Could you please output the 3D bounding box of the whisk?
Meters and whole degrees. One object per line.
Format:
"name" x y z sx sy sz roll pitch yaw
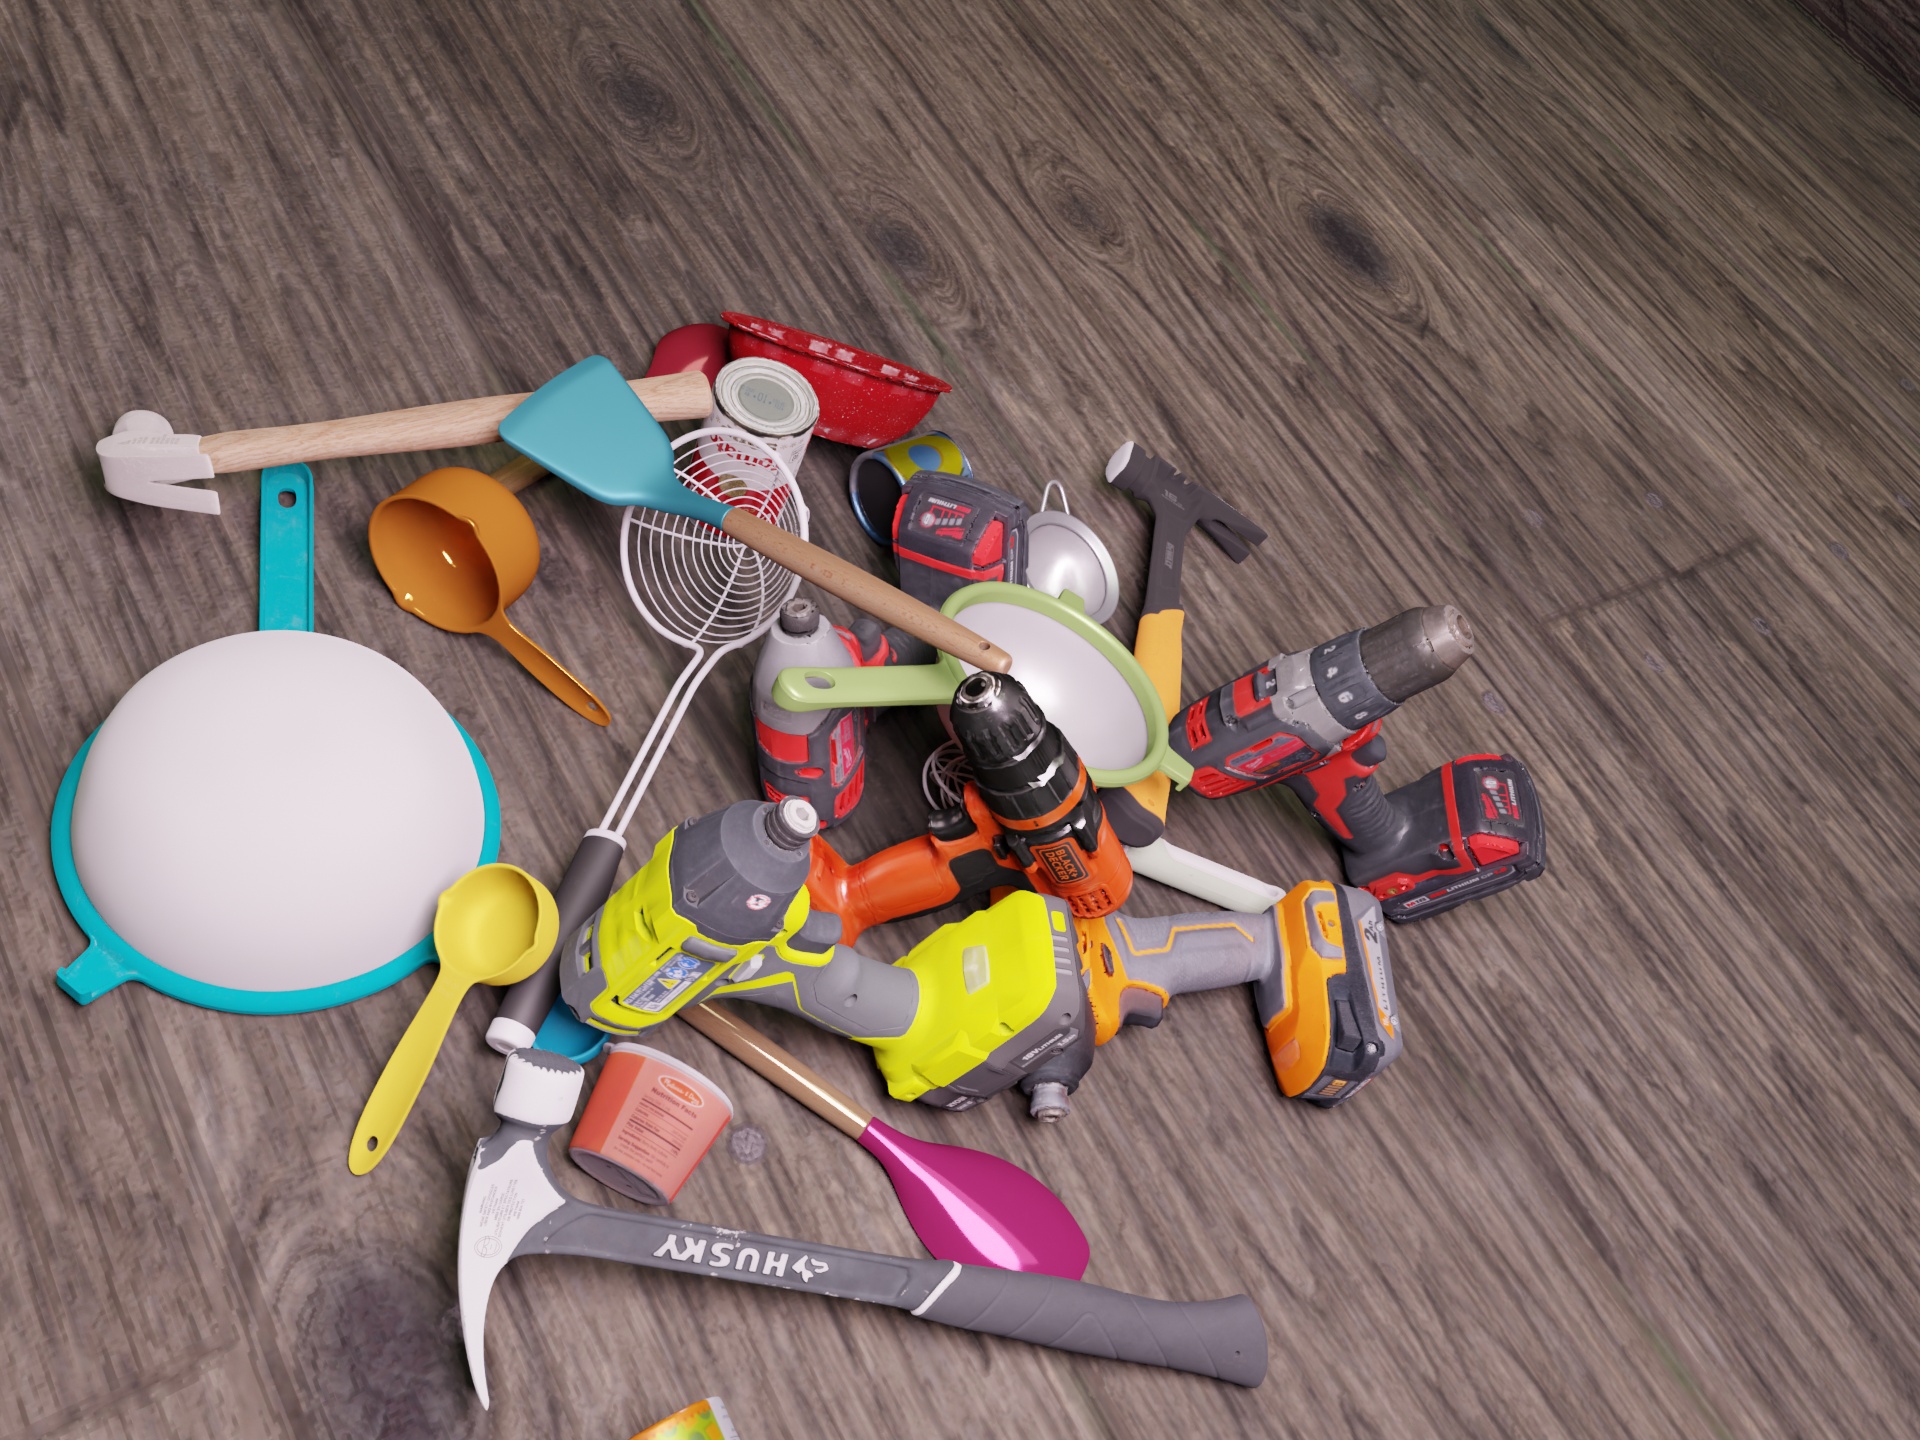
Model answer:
"whisk" 0.091 0.071 0.962 0.246 0.059 0.058 22 22 -12

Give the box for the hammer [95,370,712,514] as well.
"hammer" -0.305 -0.164 0.898 0.331 0.031 0.130 -11 27 -17

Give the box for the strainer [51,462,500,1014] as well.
"strainer" -0.345 -0.024 0.814 0.211 0.095 0.341 0 58 -23

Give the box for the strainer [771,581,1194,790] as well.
"strainer" -0.001 -0.003 0.872 0.256 0.069 0.152 -2 50 -39

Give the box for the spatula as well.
"spatula" -0.105 -0.103 0.844 0.318 0.044 0.082 29 57 23

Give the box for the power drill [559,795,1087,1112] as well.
"power drill" -0.054 0.112 0.763 0.223 0.171 0.080 22 44 -32

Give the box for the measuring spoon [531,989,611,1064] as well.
"measuring spoon" -0.161 0.133 0.812 0.128 0.021 0.042 -36 55 -25

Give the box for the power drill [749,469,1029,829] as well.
"power drill" -0.044 -0.051 0.929 0.078 0.143 0.220 20 45 23

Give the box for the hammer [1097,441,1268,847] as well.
"hammer" 0.135 -0.048 1.036 0.127 0.034 0.337 31 44 -16

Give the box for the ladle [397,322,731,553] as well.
"ladle" -0.241 -0.185 1.021 0.069 0.031 0.315 40 52 9

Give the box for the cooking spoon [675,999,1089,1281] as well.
"cooking spoon" -0.070 0.195 0.819 0.319 0.017 0.069 34 53 4

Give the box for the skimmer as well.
"skimmer" -0.179 -0.002 0.848 0.127 0.090 0.364 2 52 24

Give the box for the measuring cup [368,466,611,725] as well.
"measuring cup" -0.253 -0.070 0.908 0.173 0.095 0.052 45 42 -12

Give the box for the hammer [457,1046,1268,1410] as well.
"hammer" -0.032 0.269 0.746 0.408 0.036 0.149 17 88 -19

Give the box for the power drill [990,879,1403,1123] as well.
"power drill" 0.126 0.155 0.895 0.226 0.084 0.164 9 53 -11

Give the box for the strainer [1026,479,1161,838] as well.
"strainer" 0.085 -0.038 1.042 0.086 0.050 0.259 1 61 -36

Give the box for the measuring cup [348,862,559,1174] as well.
"measuring cup" -0.242 0.143 0.757 0.062 0.029 0.156 22 79 23

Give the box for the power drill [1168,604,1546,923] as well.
"power drill" 0.258 0.023 0.940 0.226 0.188 0.080 32 45 -32
